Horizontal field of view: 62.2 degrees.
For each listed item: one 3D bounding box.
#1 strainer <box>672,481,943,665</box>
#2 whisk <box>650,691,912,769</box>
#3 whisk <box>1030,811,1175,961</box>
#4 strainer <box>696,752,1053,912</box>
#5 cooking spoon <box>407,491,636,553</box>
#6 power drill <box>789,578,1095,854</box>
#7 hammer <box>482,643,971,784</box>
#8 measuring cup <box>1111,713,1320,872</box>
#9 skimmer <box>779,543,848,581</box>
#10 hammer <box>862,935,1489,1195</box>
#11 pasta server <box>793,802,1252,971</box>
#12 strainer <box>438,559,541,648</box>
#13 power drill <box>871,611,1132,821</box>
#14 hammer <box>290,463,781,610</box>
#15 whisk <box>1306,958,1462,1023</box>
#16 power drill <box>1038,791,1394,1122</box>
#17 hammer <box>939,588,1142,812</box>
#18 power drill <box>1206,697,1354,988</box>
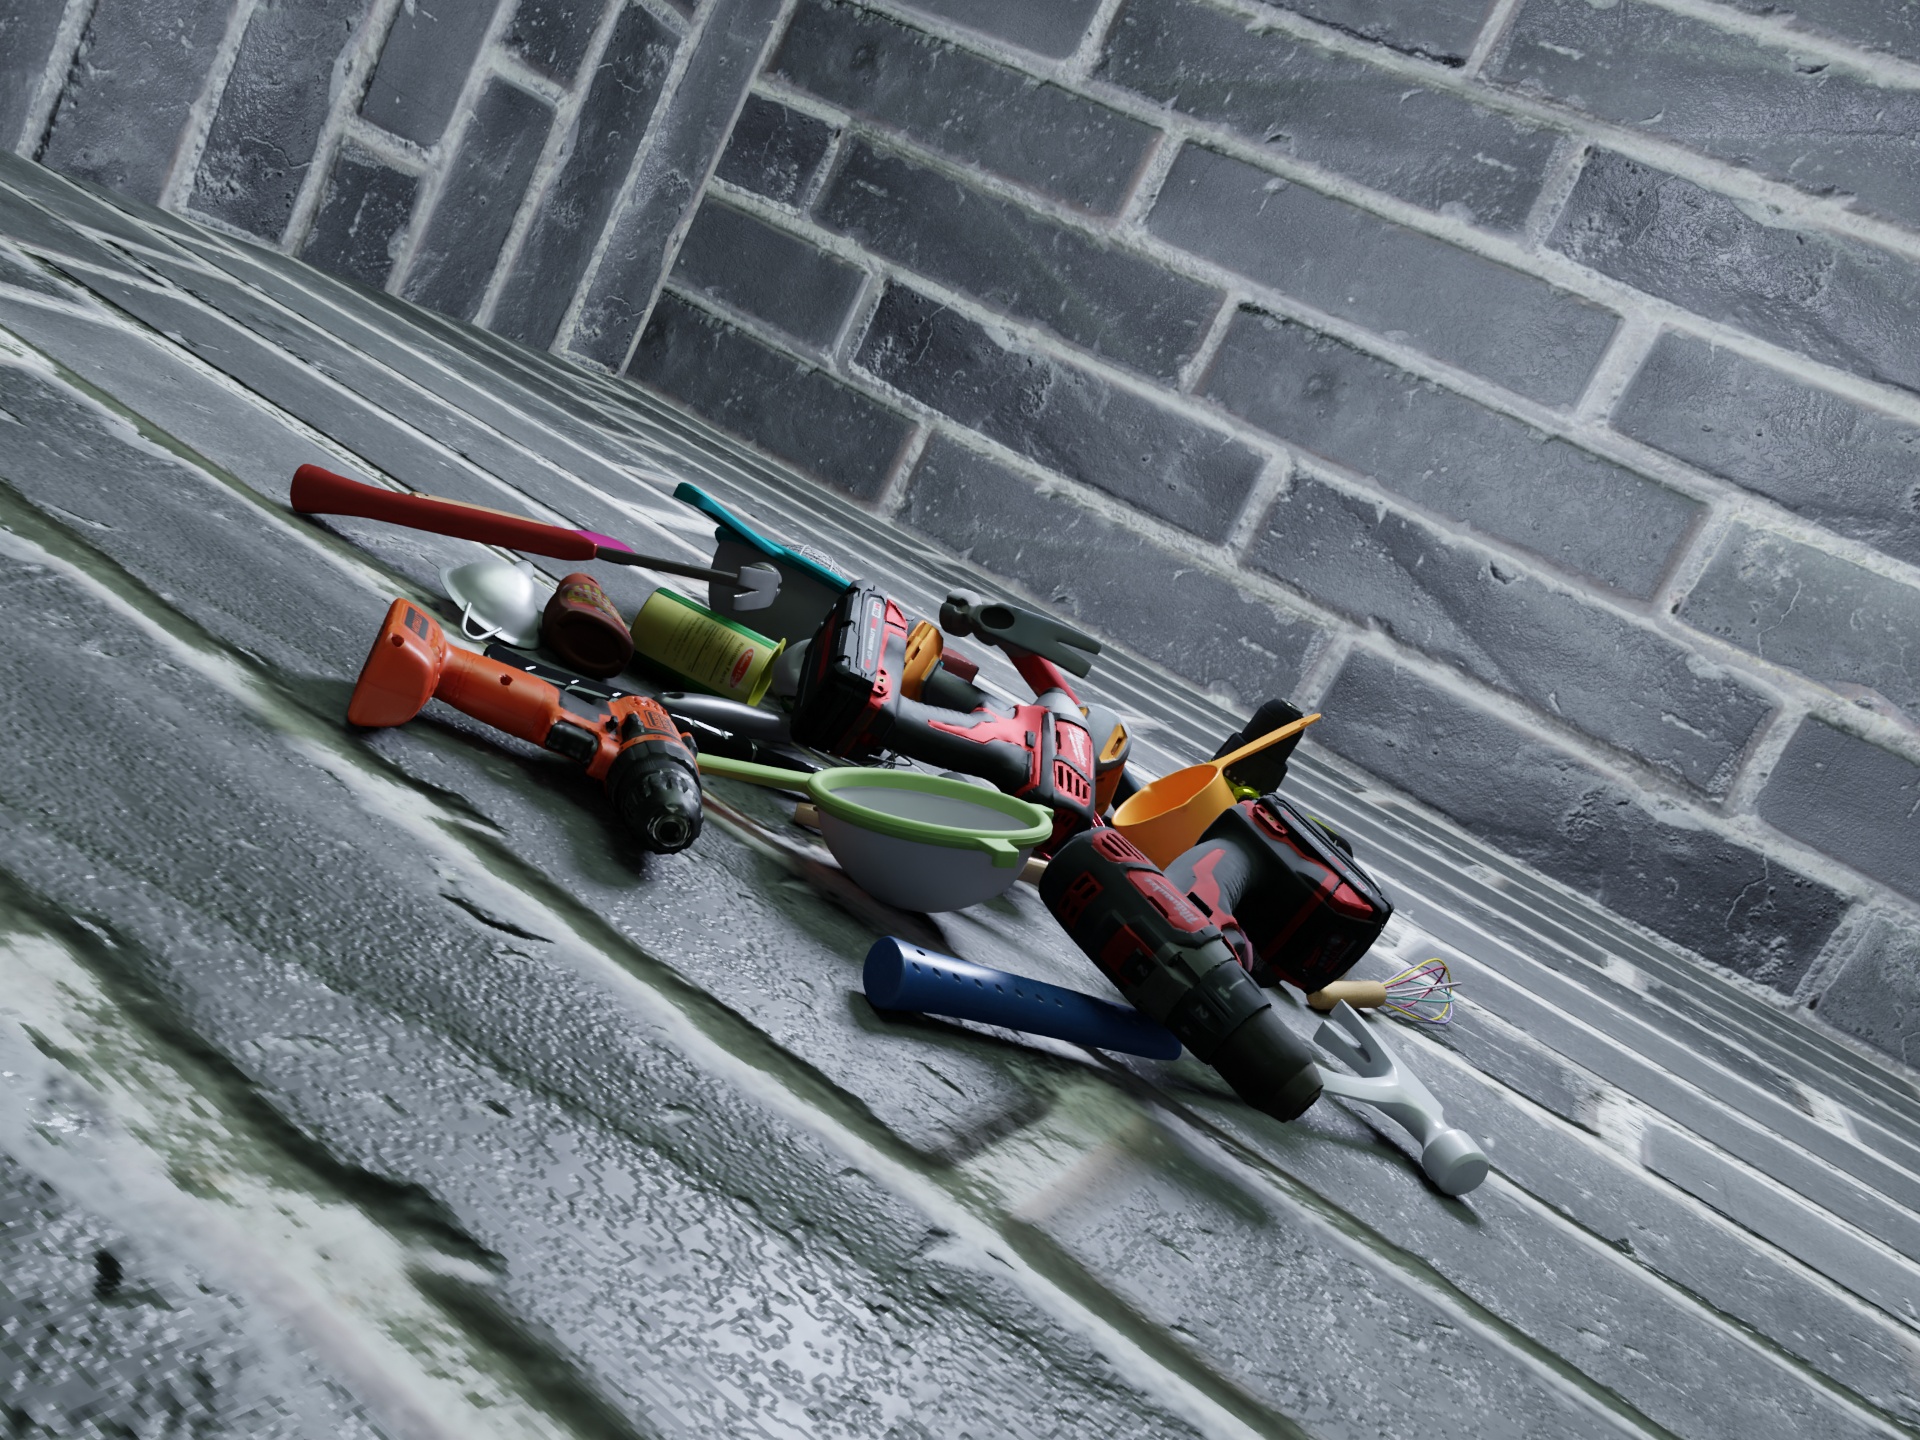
[{"bbox_3d":[-0.163,-0.096,1.333,0.211,0.095,0.340,26,-4,25],"label":"strainer"},{"bbox_3d":[-0.126,0.008,1.168,0.238,0.055,0.055,11,18,-43],"label":"whisk"},{"bbox_3d":[0.113,0.129,1.123,0.073,0.073,0.296,18,18,-40],"label":"whisk"},{"bbox_3d":[-0.074,0.069,0.971,0.256,0.069,0.151,11,9,10],"label":"strainer"},{"bbox_3d":[-0.402,-0.181,1.494,0.069,0.017,0.318,30,10,22],"label":"cooking spoon"},{"bbox_3d":[-0.002,-0.004,1.126,0.219,0.078,0.143,25,40,-17],"label":"power drill"},{"bbox_3d":[-0.132,0.028,1.072,0.408,0.036,0.149,20,13,-31],"label":"hammer"},{"bbox_3d":[0.197,0.055,1.164,0.052,0.173,0.095,63,-5,-10],"label":"measuring cup"},{"bbox_3d":[-0.178,-0.107,1.670,0.127,0.090,0.363,28,20,-10],"label":"skimmer"},{"bbox_3d":[0.124,0.181,0.903,0.405,0.035,0.144,20,20,-30],"label":"hammer"},{"bbox_3d":[0.044,0.104,1.040,0.316,0.040,0.060,14,29,-2],"label":"pasta server"},{"bbox_3d":[-0.338,-0.101,1.192,0.086,0.050,0.258,40,3,-15],"label":"strainer"},{"bbox_3d":[0.020,0.016,1.287,0.226,0.084,0.164,26,-31,10],"label":"power drill"},{"bbox_3d":[-0.313,-0.132,1.158,0.359,0.036,0.149,12,6,1],"label":"hammer"},{"bbox_3d":[0.348,0.220,1.303,0.244,0.047,0.051,10,20,-49],"label":"whisk"},{"bbox_3d":[0.166,0.130,0.918,0.188,0.080,0.226,46,29,24],"label":"power drill"},{"bbox_3d":[0.116,0.011,1.383,0.143,0.038,0.385,23,-15,34],"label":"hammer"},{"bbox_3d":[0.225,0.089,1.238,0.080,0.190,0.229,30,13,-12],"label":"power drill"}]
